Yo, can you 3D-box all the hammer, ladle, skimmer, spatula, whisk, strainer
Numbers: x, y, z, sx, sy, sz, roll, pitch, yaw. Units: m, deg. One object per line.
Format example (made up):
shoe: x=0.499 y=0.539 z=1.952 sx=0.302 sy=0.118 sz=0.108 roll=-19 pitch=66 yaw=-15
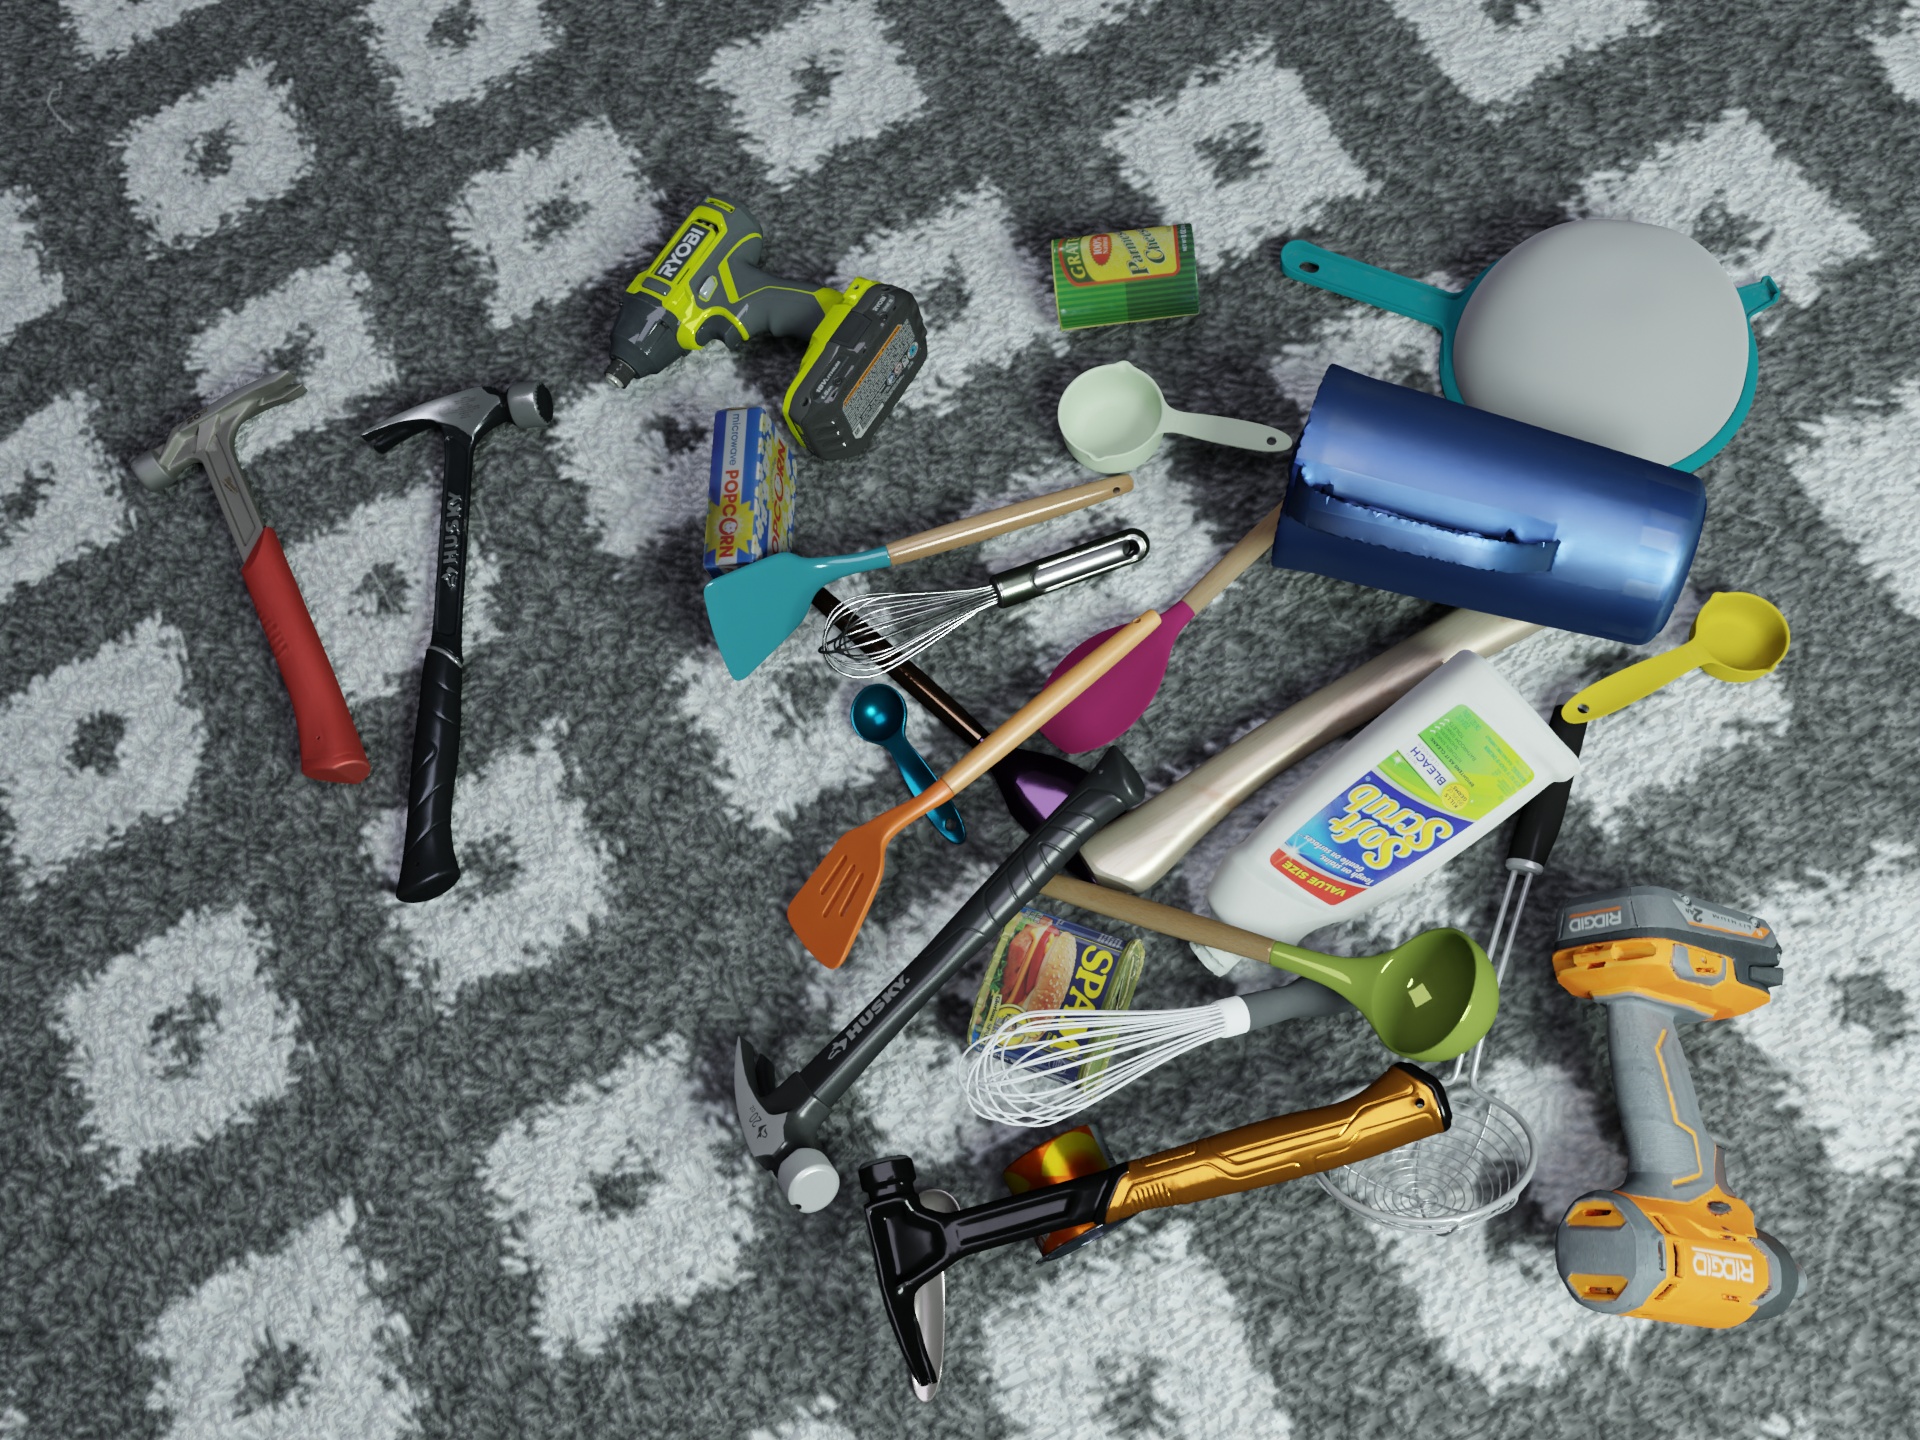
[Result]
hammer: x=0.111 y=0.268 z=0.895 sx=0.337 sy=0.034 sz=0.127 roll=-19 pitch=67 yaw=8
ladle: x=0.160 y=0.127 z=0.951 sx=0.320 sy=0.062 sz=0.078 roll=14 pitch=71 yaw=30
skimmer: x=0.315 y=0.132 z=0.954 sx=0.127 sy=0.090 sz=0.363 roll=9 pitch=68 yaw=39
hammer: x=-0.389 y=-0.066 z=1.187 sx=0.149 sy=0.036 sz=0.409 roll=-6 pitch=69 yaw=9
spatula: x=0.013 y=0.035 z=1.057 sx=0.322 sy=0.041 sz=0.081 roll=-39 pitch=36 yaw=-10
hammer: x=-0.010 y=0.142 z=0.991 sx=0.335 sy=0.035 sz=0.146 roll=-46 pitch=31 yaw=-6
hammer: x=-0.522 y=-0.107 z=1.226 sx=0.149 sy=0.036 sz=0.359 roll=-31 pitch=67 yaw=-2
spatula: x=-0.023 y=-0.117 z=1.117 sx=0.317 sy=0.082 sz=0.044 roll=-18 pitch=36 yaw=-7
spatula: x=-0.002 y=-0.004 z=1.102 sx=0.316 sy=0.018 sz=0.060 roll=41 pitch=82 yaw=20
whisk: x=0.018 y=-0.086 z=1.102 sx=0.246 sy=0.059 sz=0.057 roll=-20 pitch=104 yaw=-8
strainer: x=0.382 y=-0.291 z=1.096 sx=0.340 sy=0.095 sz=0.211 roll=24 pitch=76 yaw=16
hammer: x=0.252 y=-0.020 z=1.047 sx=0.410 sy=0.038 sz=0.146 roll=-31 pitch=66 yaw=-3
whisk: x=0.132 y=0.183 z=0.947 sx=0.284 sy=0.070 sz=0.070 roll=-10 pitch=66 yaw=-21

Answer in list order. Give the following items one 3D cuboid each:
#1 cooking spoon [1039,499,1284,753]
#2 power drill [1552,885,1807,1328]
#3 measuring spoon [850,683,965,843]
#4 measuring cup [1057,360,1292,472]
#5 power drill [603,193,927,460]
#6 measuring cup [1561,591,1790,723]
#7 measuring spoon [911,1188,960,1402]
cooking spoon: x=0.176 y=-0.095 z=1.103 sx=0.319 sy=0.017 sz=0.069 roll=-43 pitch=68 yaw=-6
power drill: x=0.410 y=0.221 z=0.893 sx=0.164 sy=0.084 sz=0.227 roll=17 pitch=67 yaw=-25
measuring spoon: x=-0.031 y=0.031 z=1.098 sx=0.042 sy=0.021 sz=0.129 roll=-37 pitch=76 yaw=16
measuring cup: x=0.153 y=-0.205 z=1.138 sx=0.167 sy=0.038 sz=0.083 roll=13 pitch=73 yaw=13
power drill: x=-0.153 y=-0.292 z=1.207 sx=0.223 sy=0.080 sz=0.171 roll=28 pitch=76 yaw=22
measuring cup: x=0.453 y=-0.031 z=1.019 sx=0.156 sy=0.029 sz=0.062 roll=-25 pitch=67 yaw=-2
measuring spoon: x=-0.018 y=0.352 z=0.979 sx=0.034 sy=0.018 sz=0.124 roll=1 pitch=77 yaw=10
